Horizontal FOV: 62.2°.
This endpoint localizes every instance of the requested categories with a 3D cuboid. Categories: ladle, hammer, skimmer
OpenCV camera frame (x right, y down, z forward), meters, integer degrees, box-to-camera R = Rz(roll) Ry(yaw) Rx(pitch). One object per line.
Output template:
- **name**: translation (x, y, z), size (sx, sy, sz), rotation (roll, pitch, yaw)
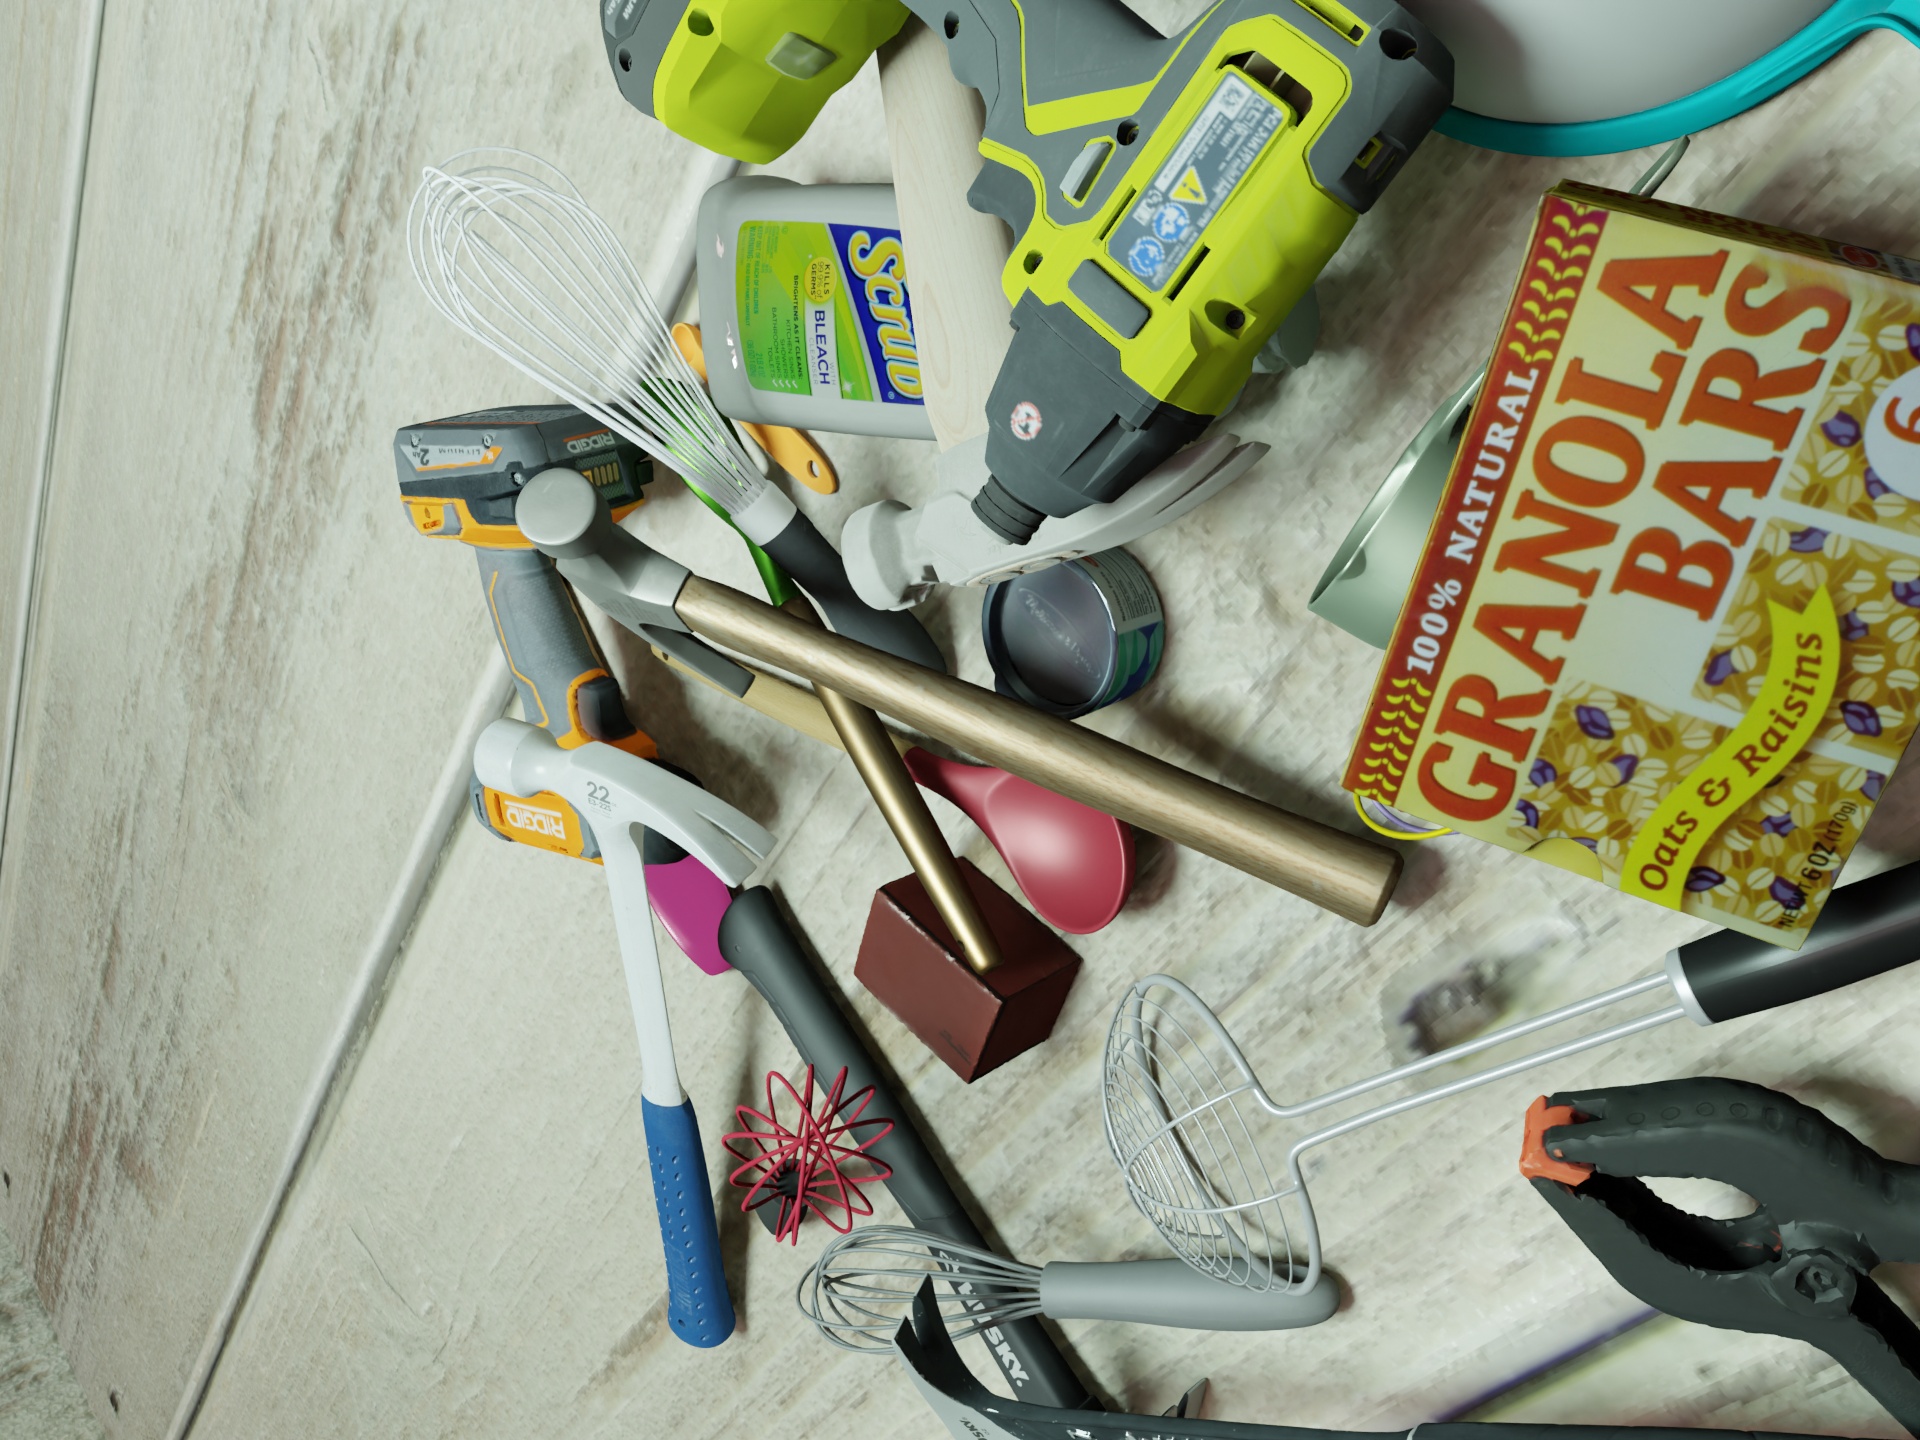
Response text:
- **ladle**: translation (-0.041, 0.012, 0.711), size (0.316, 0.031, 0.069), rotation (24, 113, 38)
- **hammer**: translation (-0.008, -0.252, 0.529), size (0.146, 0.038, 0.411), rotation (-14, 84, 34)
- **hammer**: translation (-0.147, 0.184, 0.807), size (0.144, 0.035, 0.405), rotation (16, 128, 23)
- **hammer**: translation (-0.001, -0.002, 0.585), size (0.331, 0.130, 0.031), rotation (23, 78, 14)
- **hammer**: translation (-0.016, 0.221, 0.753), size (0.335, 0.035, 0.146), rotation (55, 134, 15)
- **skimmer**: translation (0.187, 0.100, 0.522), size (0.363, 0.090, 0.127), rotation (-31, 78, 35)
- **hammer**: translation (0.144, 0.245, 0.537), size (0.409, 0.036, 0.149), rotation (-18, 117, 41)

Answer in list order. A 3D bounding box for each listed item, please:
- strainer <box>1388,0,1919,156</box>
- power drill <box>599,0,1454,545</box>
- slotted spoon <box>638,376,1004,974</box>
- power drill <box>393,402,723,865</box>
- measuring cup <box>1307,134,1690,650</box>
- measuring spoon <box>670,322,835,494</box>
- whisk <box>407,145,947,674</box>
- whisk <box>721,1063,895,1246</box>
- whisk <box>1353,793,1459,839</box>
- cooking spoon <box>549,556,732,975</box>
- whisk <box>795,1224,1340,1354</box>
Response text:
- **strainer**: translation (0.183, -0.204, 0.373), size (0.341, 0.095, 0.211), rotation (52, 132, 19)
- **power drill**: translation (0.003, -0.174, 0.460), size (0.223, 0.080, 0.171), rotation (46, 114, 20)
- **slotted spoon**: translation (-0.061, -0.028, 0.690), size (0.314, 0.031, 0.070), rotation (60, 160, 19)
- **power drill**: translation (-0.187, -0.035, 0.775), size (0.164, 0.084, 0.226), rotation (8, 114, 39)
- **measuring cup**: translation (0.159, -0.084, 0.448), size (0.038, 0.083, 0.167), rotation (35, 133, 3)
- **measuring spoon**: translation (-0.093, -0.142, 0.721), size (0.117, 0.011, 0.021), rotation (46, 137, 19)
- **whisk**: translation (-0.099, -0.104, 0.622), size (0.070, 0.070, 0.284), rotation (-17, 126, 45)
- **whisk**: translation (-0.076, 0.210, 0.730), size (0.073, 0.073, 0.295), rotation (56, 160, 14)
- **whisk**: translation (0.215, -0.013, 0.447), size (0.245, 0.047, 0.051), rotation (-25, 104, 42)
- **cooking spoon**: translation (-0.192, -0.011, 0.853), size (0.068, 0.017, 0.319), rotation (-33, 81, 44)
- **whisk**: translation (0.038, 0.237, 0.660), size (0.239, 0.055, 0.055), rotation (-8, 99, 25)
